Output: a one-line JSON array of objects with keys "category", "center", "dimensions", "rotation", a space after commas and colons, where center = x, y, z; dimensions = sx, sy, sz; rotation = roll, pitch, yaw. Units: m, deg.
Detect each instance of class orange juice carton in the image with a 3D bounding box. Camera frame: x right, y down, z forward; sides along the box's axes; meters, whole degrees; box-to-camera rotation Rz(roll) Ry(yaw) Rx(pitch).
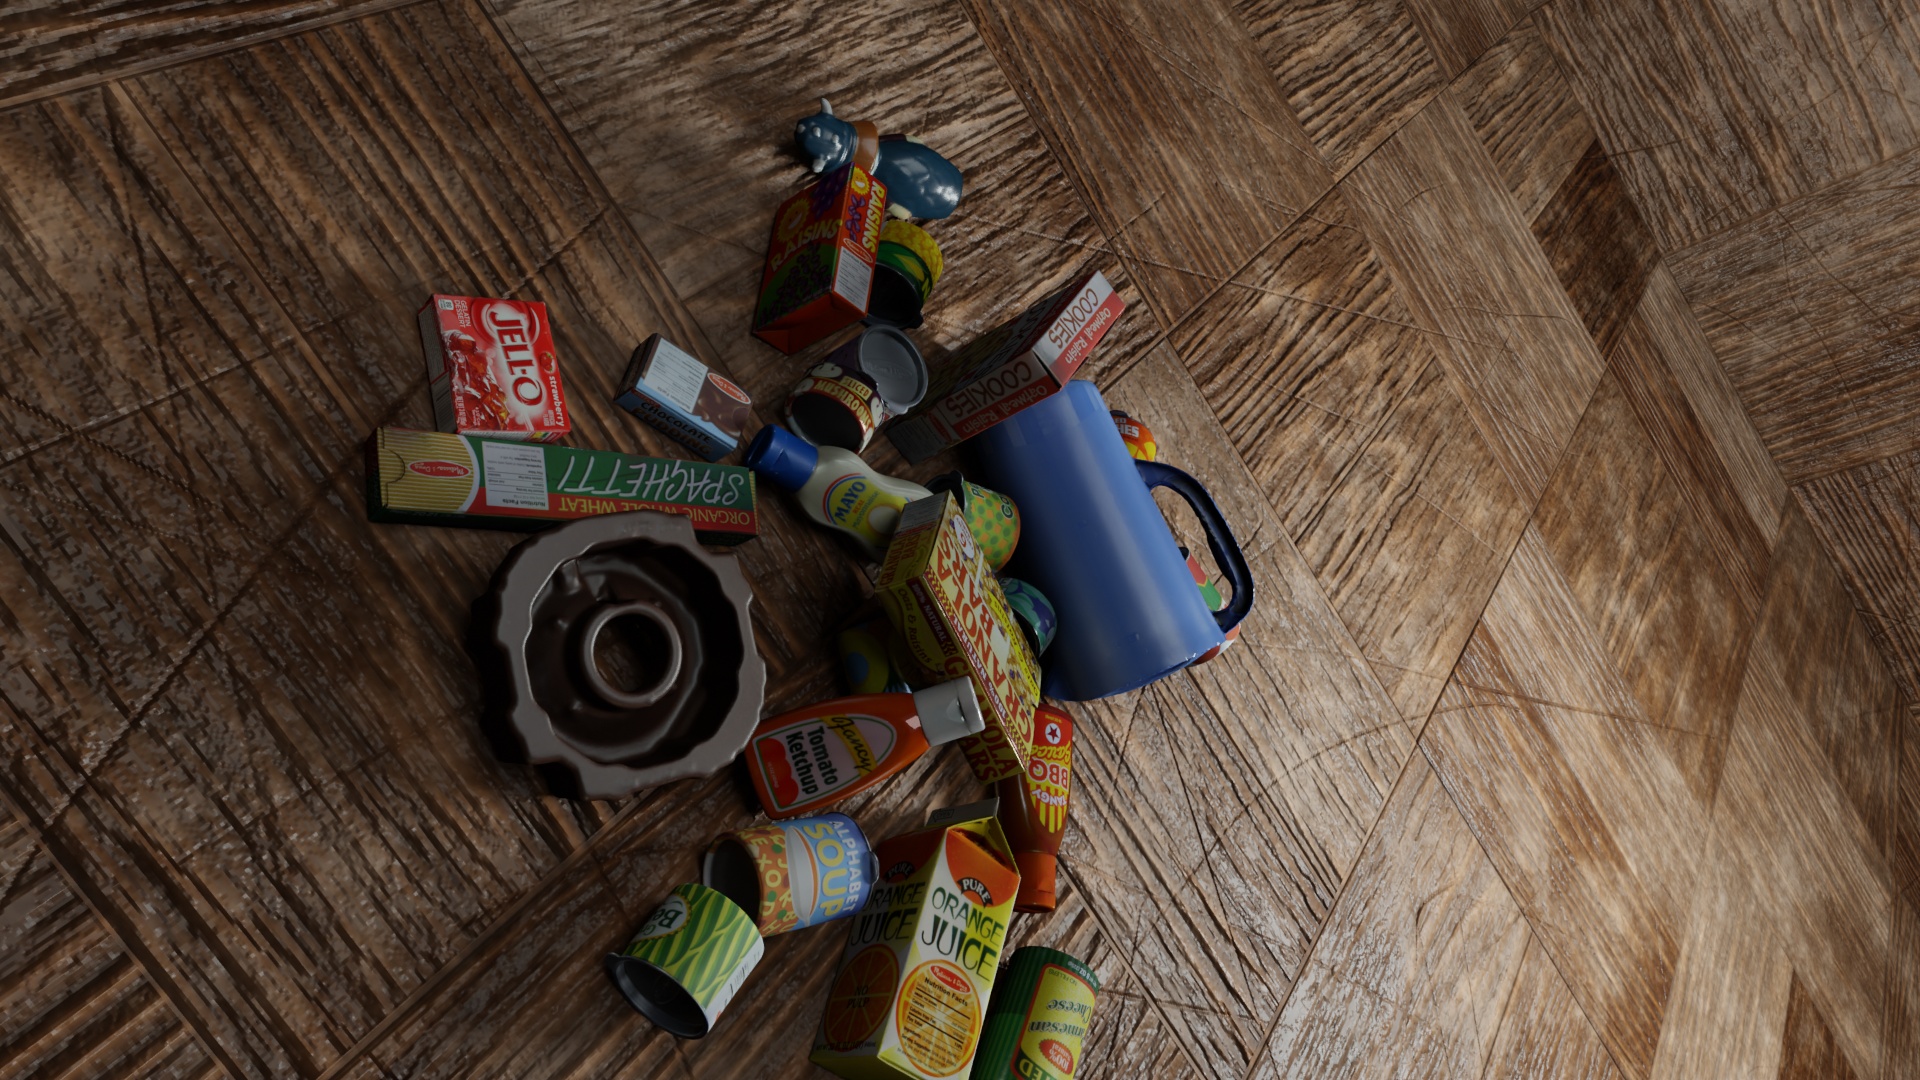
[{"category": "orange juice carton", "center": [-0.021, 0.256, 0.904], "dimensions": [0.073, 0.071, 0.194], "rotation": [38, 50, -26]}]

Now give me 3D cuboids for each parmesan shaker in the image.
[{"category": "parmesan shaker", "center": [0.048, 0.335, 0.939], "dimensions": [0.071, 0.071, 0.103], "rotation": [43, 48, -22]}]

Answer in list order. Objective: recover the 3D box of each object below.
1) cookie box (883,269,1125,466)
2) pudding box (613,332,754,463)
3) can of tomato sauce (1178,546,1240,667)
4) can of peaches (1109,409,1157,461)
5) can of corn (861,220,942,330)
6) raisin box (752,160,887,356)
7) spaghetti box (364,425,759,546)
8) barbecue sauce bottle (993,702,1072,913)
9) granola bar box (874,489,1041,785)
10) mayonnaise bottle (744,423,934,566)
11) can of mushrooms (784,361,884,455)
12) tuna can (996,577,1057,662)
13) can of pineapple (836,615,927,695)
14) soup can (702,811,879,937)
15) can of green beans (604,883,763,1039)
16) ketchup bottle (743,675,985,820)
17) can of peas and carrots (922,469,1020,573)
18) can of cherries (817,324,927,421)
[{"category": "cookie box", "center": [0.034, -0.130, 1.057], "dimensions": [0.040, 0.167, 0.123], "rotation": [51, 46, -15]}, {"category": "pudding box", "center": [-0.185, -0.095, 0.935], "dimensions": [0.083, 0.030, 0.050], "rotation": [33, 51, -29]}, {"category": "can of tomato sauce", "center": [0.191, 0.059, 1.195], "dimensions": [0.083, 0.071, 0.071], "rotation": [53, 45, -13]}, {"category": "can of peaches", "center": [0.129, -0.067, 1.191], "dimensions": [0.071, 0.071, 0.058], "rotation": [42, 49, -23]}, {"category": "can of corn", "center": [-0.051, -0.205, 1.083], "dimensions": [0.071, 0.071, 0.058], "rotation": [42, 48, -22]}, {"category": "raisin box", "center": [-0.103, -0.208, 1.021], "dimensions": [0.040, 0.086, 0.124], "rotation": [31, 53, -38]}, {"category": "spaghetti box", "center": [-0.236, -0.030, 0.859], "dimensions": [0.250, 0.028, 0.050], "rotation": [5, 69, -42]}, {"category": "barbecue sauce bottle", "center": [0.052, 0.196, 1.021], "dimensions": [0.065, 0.043, 0.149], "rotation": [24, 58, -36]}, {"category": "granola bar box", "center": [0.004, 0.064, 0.955], "dimensions": [0.165, 0.039, 0.125], "rotation": [63, 19, -23]}, {"category": "mayonnaise bottle", "center": [-0.082, -0.033, 0.985], "dimensions": [0.148, 0.041, 0.064], "rotation": [29, 97, -29]}, {"category": "can of mushrooms", "center": [-0.090, -0.094, 0.995], "dimensions": [0.071, 0.071, 0.034], "rotation": [46, 49, -19]}, {"category": "tuna can", "center": [0.036, 0.061, 1.048], "dimensions": [0.071, 0.071, 0.033], "rotation": [54, 44, -12]}, {"category": "can of pineapple", "center": [-0.046, 0.084, 0.958], "dimensions": [0.071, 0.070, 0.058], "rotation": [-7, 77, -45]}, {"category": "soup can", "center": [-0.104, 0.205, 0.850], "dimensions": [0.084, 0.071, 0.071], "rotation": [-1, 73, -43]}, {"category": "can of green beans", "center": [-0.155, 0.239, 0.791], "dimensions": [0.071, 0.071, 0.058], "rotation": [52, 45, -13]}, {"category": "ketchup bottle", "center": [-0.060, 0.126, 0.882], "dimensions": [0.043, 0.149, 0.064], "rotation": [130, -58, -89]}, {"category": "can of peas and carrots", "center": [0.004, -0.013, 1.048], "dimensions": [0.059, 0.070, 0.071], "rotation": [19, 60, -38]}, {"category": "can of cherries", "center": [-0.068, -0.117, 1.035], "dimensions": [0.071, 0.058, 0.072], "rotation": [20, 59, -38]}]
